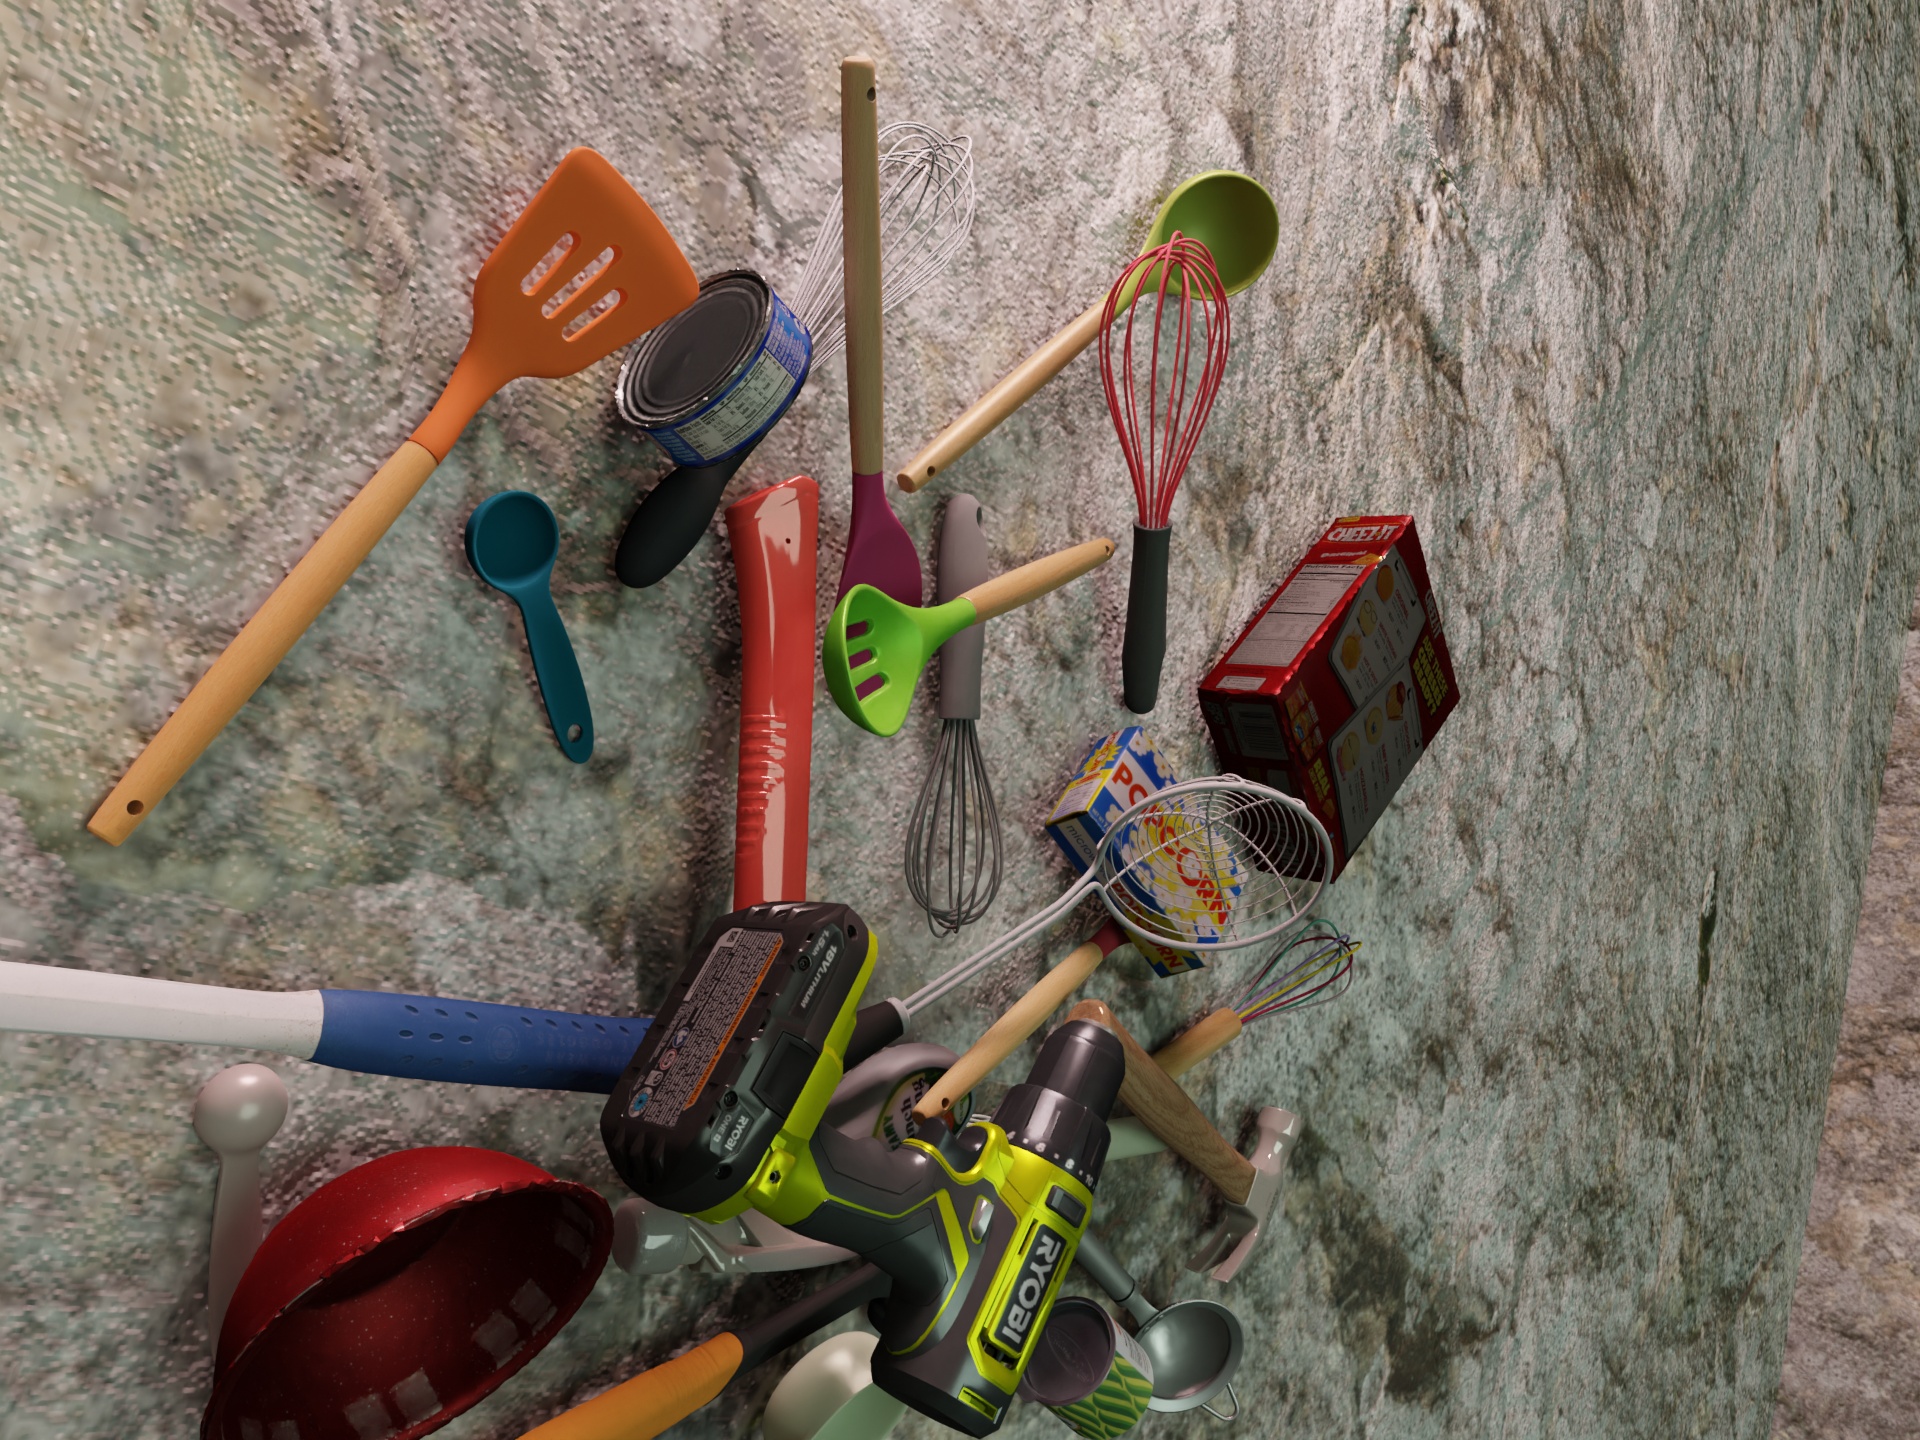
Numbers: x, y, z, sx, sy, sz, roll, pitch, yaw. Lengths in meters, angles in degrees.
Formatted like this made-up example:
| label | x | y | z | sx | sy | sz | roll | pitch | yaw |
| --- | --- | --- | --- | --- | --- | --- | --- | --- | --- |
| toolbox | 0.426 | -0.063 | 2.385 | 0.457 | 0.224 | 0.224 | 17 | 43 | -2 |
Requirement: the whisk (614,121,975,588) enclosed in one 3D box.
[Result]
| label | x | y | z | sx | sy | sz | roll | pitch | yaw |
| --- | --- | --- | --- | --- | --- | --- | --- | --- | --- |
| whisk | -0.075 | -0.174 | 0.744 | 0.070 | 0.070 | 0.285 | 48 | 66 | -39 |

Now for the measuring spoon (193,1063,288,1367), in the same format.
| label | x | y | z | sx | sy | sz | roll | pitch | yaw |
| --- | --- | --- | --- | --- | --- | --- | --- | --- | --- |
| measuring spoon | -0.272 | 0.193 | 0.605 | 0.034 | 0.018 | 0.124 | -1 | 96 | -47 |

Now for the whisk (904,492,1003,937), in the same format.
| label | x | y | z | sx | sy | sz | roll | pitch | yaw |
| --- | --- | --- | --- | --- | --- | --- | --- | --- | --- |
| whisk | -0.003 | -0.003 | 0.852 | 0.055 | 0.055 | 0.239 | 3 | 88 | -47 |

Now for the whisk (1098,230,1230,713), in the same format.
| label | x | y | z | sx | sy | sz | roll | pitch | yaw |
| --- | --- | --- | --- | --- | --- | --- | --- | --- | --- |
| whisk | 0.111 | -0.132 | 0.914 | 0.073 | 0.073 | 0.295 | -31 | 133 | -40 |

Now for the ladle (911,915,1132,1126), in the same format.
| label | x | y | z | sx | sy | sz | roll | pitch | yaw |
| --- | --- | --- | --- | --- | --- | --- | --- | --- | --- |
| ladle | 0.065 | 0.147 | 0.921 | 0.315 | 0.031 | 0.069 | -32 | 104 | -50 |

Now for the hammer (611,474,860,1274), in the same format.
| label | x | y | z | sx | sy | sz | roll | pitch | yaw |
| --- | --- | --- | --- | --- | --- | --- | --- | --- | --- |
| hammer | -0.079 | 0.066 | 0.735 | 0.149 | 0.037 | 0.359 | 8 | 79 | -38 |

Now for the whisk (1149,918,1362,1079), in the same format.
| label | x | y | z | sx | sy | sz | roll | pitch | yaw |
| --- | --- | --- | --- | --- | --- | --- | --- | --- | --- |
| whisk | 0.200 | 0.196 | 1.093 | 0.245 | 0.047 | 0.051 | -22 | 112 | -40 |

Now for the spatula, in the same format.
| label | x | y | z | sx | sy | sz | roll | pitch | yaw |
| --- | --- | --- | --- | --- | --- | --- | --- | --- | --- |
| spatula | -0.218 | -0.086 | 0.613 | 0.080 | 0.041 | 0.323 | 50 | 60 | -39 |

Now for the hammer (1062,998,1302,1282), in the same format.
| label | x | y | z | sx | sy | sz | roll | pitch | yaw |
| --- | --- | --- | --- | --- | --- | --- | --- | --- | --- |
| hammer | 0.139 | 0.258 | 0.999 | 0.331 | 0.031 | 0.130 | 50 | 56 | -47 |

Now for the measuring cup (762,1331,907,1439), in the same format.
| label | x | y | z | sx | sy | sz | roll | pitch | yaw |
| --- | --- | --- | --- | --- | --- | --- | --- | --- | --- |
| measuring cup | -0.092 | 0.336 | 0.748 | 0.167 | 0.038 | 0.083 | 0 | 120 | -48 |

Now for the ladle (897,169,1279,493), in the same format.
| label | x | y | z | sx | sy | sz | roll | pitch | yaw |
| --- | --- | --- | --- | --- | --- | --- | --- | --- | --- |
| ladle | 0.077 | -0.219 | 0.902 | 0.320 | 0.062 | 0.078 | -45 | 131 | -30 |

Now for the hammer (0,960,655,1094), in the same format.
| label | x | y | z | sx | sy | sz | roll | pitch | yaw |
| --- | --- | --- | --- | --- | --- | --- | --- | --- | --- |
| hammer | -0.252 | 0.118 | 0.589 | 0.405 | 0.035 | 0.144 | 21 | 62 | -49 |

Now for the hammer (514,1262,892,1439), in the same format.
| label | x | y | z | sx | sy | sz | roll | pitch | yaw |
| --- | --- | --- | --- | --- | --- | --- | --- | --- | --- |
| hammer | -0.130 | 0.306 | 0.738 | 0.337 | 0.034 | 0.127 | -16 | 131 | -41 |

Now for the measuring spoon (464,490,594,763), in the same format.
| label | x | y | z | sx | sy | sz | roll | pitch | yaw |
| --- | --- | --- | --- | --- | --- | --- | --- | --- | --- |
| measuring spoon | -0.183 | -0.038 | 0.679 | 0.042 | 0.021 | 0.128 | -37 | 129 | -39 |

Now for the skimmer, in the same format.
| label | x | y | z | sx | sy | sz | roll | pitch | yaw |
| --- | --- | --- | --- | --- | --- | --- | --- | --- | --- |
| skimmer | 0.033 | 0.136 | 0.815 | 0.363 | 0.090 | 0.127 | -29 | 134 | -25 |

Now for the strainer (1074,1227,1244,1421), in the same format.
| label | x | y | z | sx | sy | sz | roll | pitch | yaw |
| --- | --- | --- | --- | --- | --- | --- | --- | --- | --- |
| strainer | 0.109 | 0.367 | 1.017 | 0.087 | 0.050 | 0.258 | -38 | 120 | -3 |

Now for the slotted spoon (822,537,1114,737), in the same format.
| label | x | y | z | sx | sy | sz | roll | pitch | yaw |
| --- | --- | --- | --- | --- | --- | --- | --- | --- | --- |
| slotted spoon | 0.013 | -0.059 | 0.819 | 0.314 | 0.031 | 0.070 | -30 | 109 | -57 |

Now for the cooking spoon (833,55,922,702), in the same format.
| label | x | y | z | sx | sy | sz | roll | pitch | yaw |
| --- | --- | --- | --- | --- | --- | --- | --- | --- | --- |
| cooking spoon | -0.044 | -0.142 | 0.747 | 0.069 | 0.017 | 0.318 | -32 | 135 | -40 |

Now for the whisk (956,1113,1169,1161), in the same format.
| label | x | y | z | sx | sy | sz | roll | pitch | yaw |
| --- | --- | --- | --- | --- | --- | --- | --- | --- | --- |
| whisk | 0.057 | 0.257 | 0.951 | 0.246 | 0.058 | 0.059 | 10 | 123 | -50 |

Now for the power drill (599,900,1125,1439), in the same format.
| label | x | y | z | sx | sy | sz | roll | pitch | yaw |
| --- | --- | --- | --- | --- | --- | --- | --- | --- | --- |
| power drill | -0.024 | 0.177 | 0.695 | 0.228 | 0.080 | 0.191 | 44 | 60 | -29 |
